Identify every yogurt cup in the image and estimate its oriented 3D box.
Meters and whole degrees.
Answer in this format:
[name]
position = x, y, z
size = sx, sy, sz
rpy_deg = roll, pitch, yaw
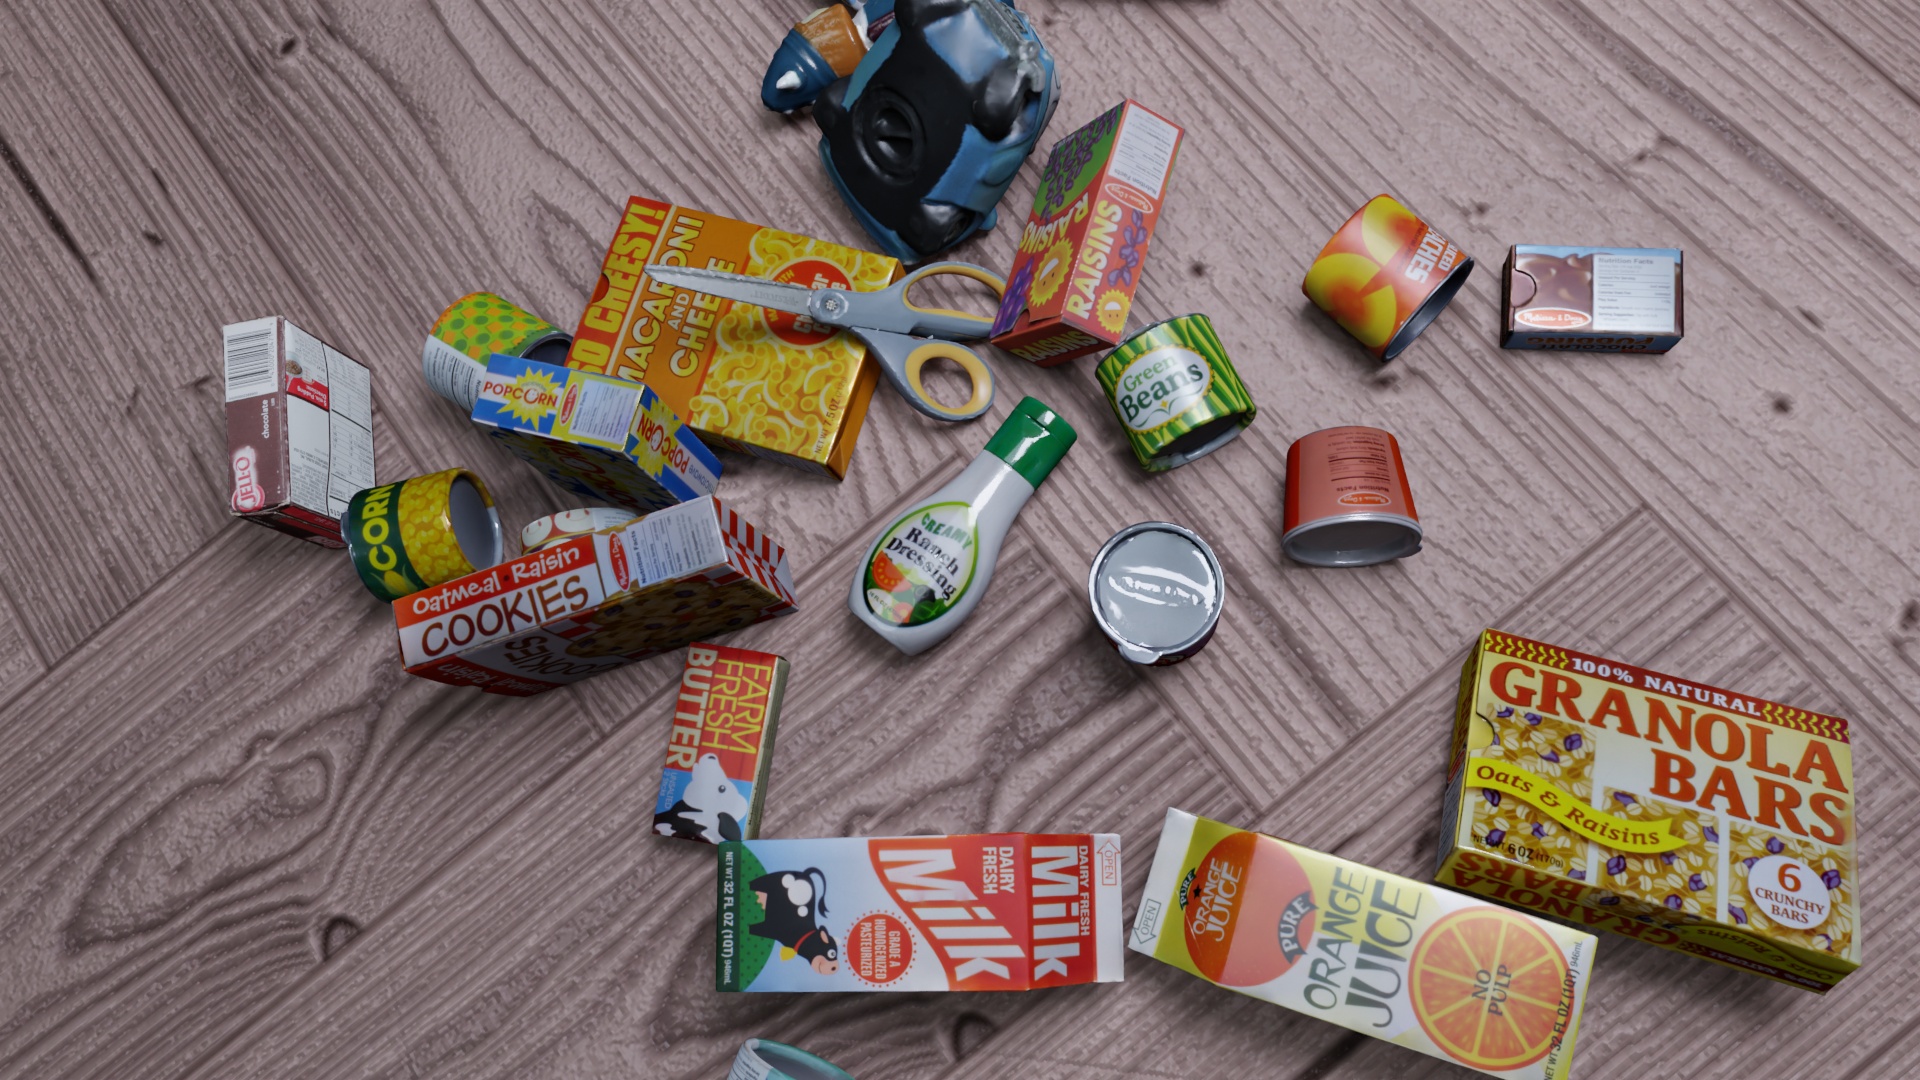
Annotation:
[yogurt cup]
position = 0.193, -0.023, 0.695
size = 0.072, 0.072, 0.054
rpy_deg = -3, 69, 9

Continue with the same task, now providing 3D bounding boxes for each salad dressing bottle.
[salad dressing bottle]
position = 0.003, -0.009, 0.733
size = 0.064, 0.044, 0.148
rpy_deg = 38, 86, 14

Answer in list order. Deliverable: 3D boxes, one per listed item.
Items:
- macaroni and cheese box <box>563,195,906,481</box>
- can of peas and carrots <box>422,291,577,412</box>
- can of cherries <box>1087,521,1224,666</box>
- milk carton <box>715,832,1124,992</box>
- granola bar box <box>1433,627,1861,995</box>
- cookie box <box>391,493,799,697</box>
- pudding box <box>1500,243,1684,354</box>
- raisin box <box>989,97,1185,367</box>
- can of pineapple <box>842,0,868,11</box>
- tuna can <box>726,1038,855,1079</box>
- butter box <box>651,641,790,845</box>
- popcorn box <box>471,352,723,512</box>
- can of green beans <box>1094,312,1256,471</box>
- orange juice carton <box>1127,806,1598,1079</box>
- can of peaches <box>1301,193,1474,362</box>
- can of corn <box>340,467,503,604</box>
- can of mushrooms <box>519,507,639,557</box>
[macaroni and cheese box]
position = -0.127, -0.116, 0.780
size = 0.166, 0.040, 0.124
rpy_deg = 16, 80, 12
[can of peas and carrots]
position = -0.257, -0.101, 0.786
size = 0.059, 0.071, 0.071
rpy_deg = 29, 84, 15
[can of cherries]
position = 0.098, 0.031, 0.701
size = 0.071, 0.058, 0.071
rpy_deg = -2, 78, 8
[milk carton]
position = -0.017, 0.180, 0.678
size = 0.190, 0.073, 0.072
rpy_deg = -2, 77, 9
[granola bar box]
position = 0.310, 0.117, 0.631
size = 0.166, 0.038, 0.125
rpy_deg = 15, 53, 12
[cookie box]
position = -0.181, 0.034, 0.712
size = 0.167, 0.122, 0.040
rpy_deg = -18, 75, 5
[pudding box]
position = 0.323, -0.124, 0.713
size = 0.084, 0.030, 0.050
rpy_deg = 4, 79, 10
[raisin box]
position = 0.065, -0.159, 0.732
size = 0.040, 0.086, 0.123
rpy_deg = 21, 80, -22
[can of pineapple]
position = -0.063, -0.353, 0.807
size = 0.058, 0.071, 0.071
rpy_deg = 40, 87, 14
[tuna can]
position = -0.080, 0.271, 0.673
size = 0.071, 0.071, 0.033
rpy_deg = 21, 81, 13
[butter box]
position = -0.126, 0.108, 0.738
size = 0.053, 0.024, 0.103
rpy_deg = 7, 79, 10
[popcorn box]
position = -0.186, -0.051, 0.730
size = 0.085, 0.126, 0.038
rpy_deg = 13, 76, 12
[can of green beans]
position = 0.111, -0.076, 0.718
size = 0.071, 0.071, 0.058
rpy_deg = -25, 75, 3
[orange juice carton]
position = 0.180, 0.185, 0.645
size = 0.193, 0.073, 0.072
rpy_deg = 15, 81, 13
[can of peaches]
position = 0.219, -0.136, 0.712
size = 0.071, 0.071, 0.058
rpy_deg = -45, 74, -2
[can of corn]
position = -0.295, -0.004, 0.767
size = 0.058, 0.071, 0.071
rpy_deg = -13, 76, 6
[can of mushrooms]
position = -0.205, 0.009, 0.752
size = 0.071, 0.071, 0.033
rpy_deg = -15, 75, 6
